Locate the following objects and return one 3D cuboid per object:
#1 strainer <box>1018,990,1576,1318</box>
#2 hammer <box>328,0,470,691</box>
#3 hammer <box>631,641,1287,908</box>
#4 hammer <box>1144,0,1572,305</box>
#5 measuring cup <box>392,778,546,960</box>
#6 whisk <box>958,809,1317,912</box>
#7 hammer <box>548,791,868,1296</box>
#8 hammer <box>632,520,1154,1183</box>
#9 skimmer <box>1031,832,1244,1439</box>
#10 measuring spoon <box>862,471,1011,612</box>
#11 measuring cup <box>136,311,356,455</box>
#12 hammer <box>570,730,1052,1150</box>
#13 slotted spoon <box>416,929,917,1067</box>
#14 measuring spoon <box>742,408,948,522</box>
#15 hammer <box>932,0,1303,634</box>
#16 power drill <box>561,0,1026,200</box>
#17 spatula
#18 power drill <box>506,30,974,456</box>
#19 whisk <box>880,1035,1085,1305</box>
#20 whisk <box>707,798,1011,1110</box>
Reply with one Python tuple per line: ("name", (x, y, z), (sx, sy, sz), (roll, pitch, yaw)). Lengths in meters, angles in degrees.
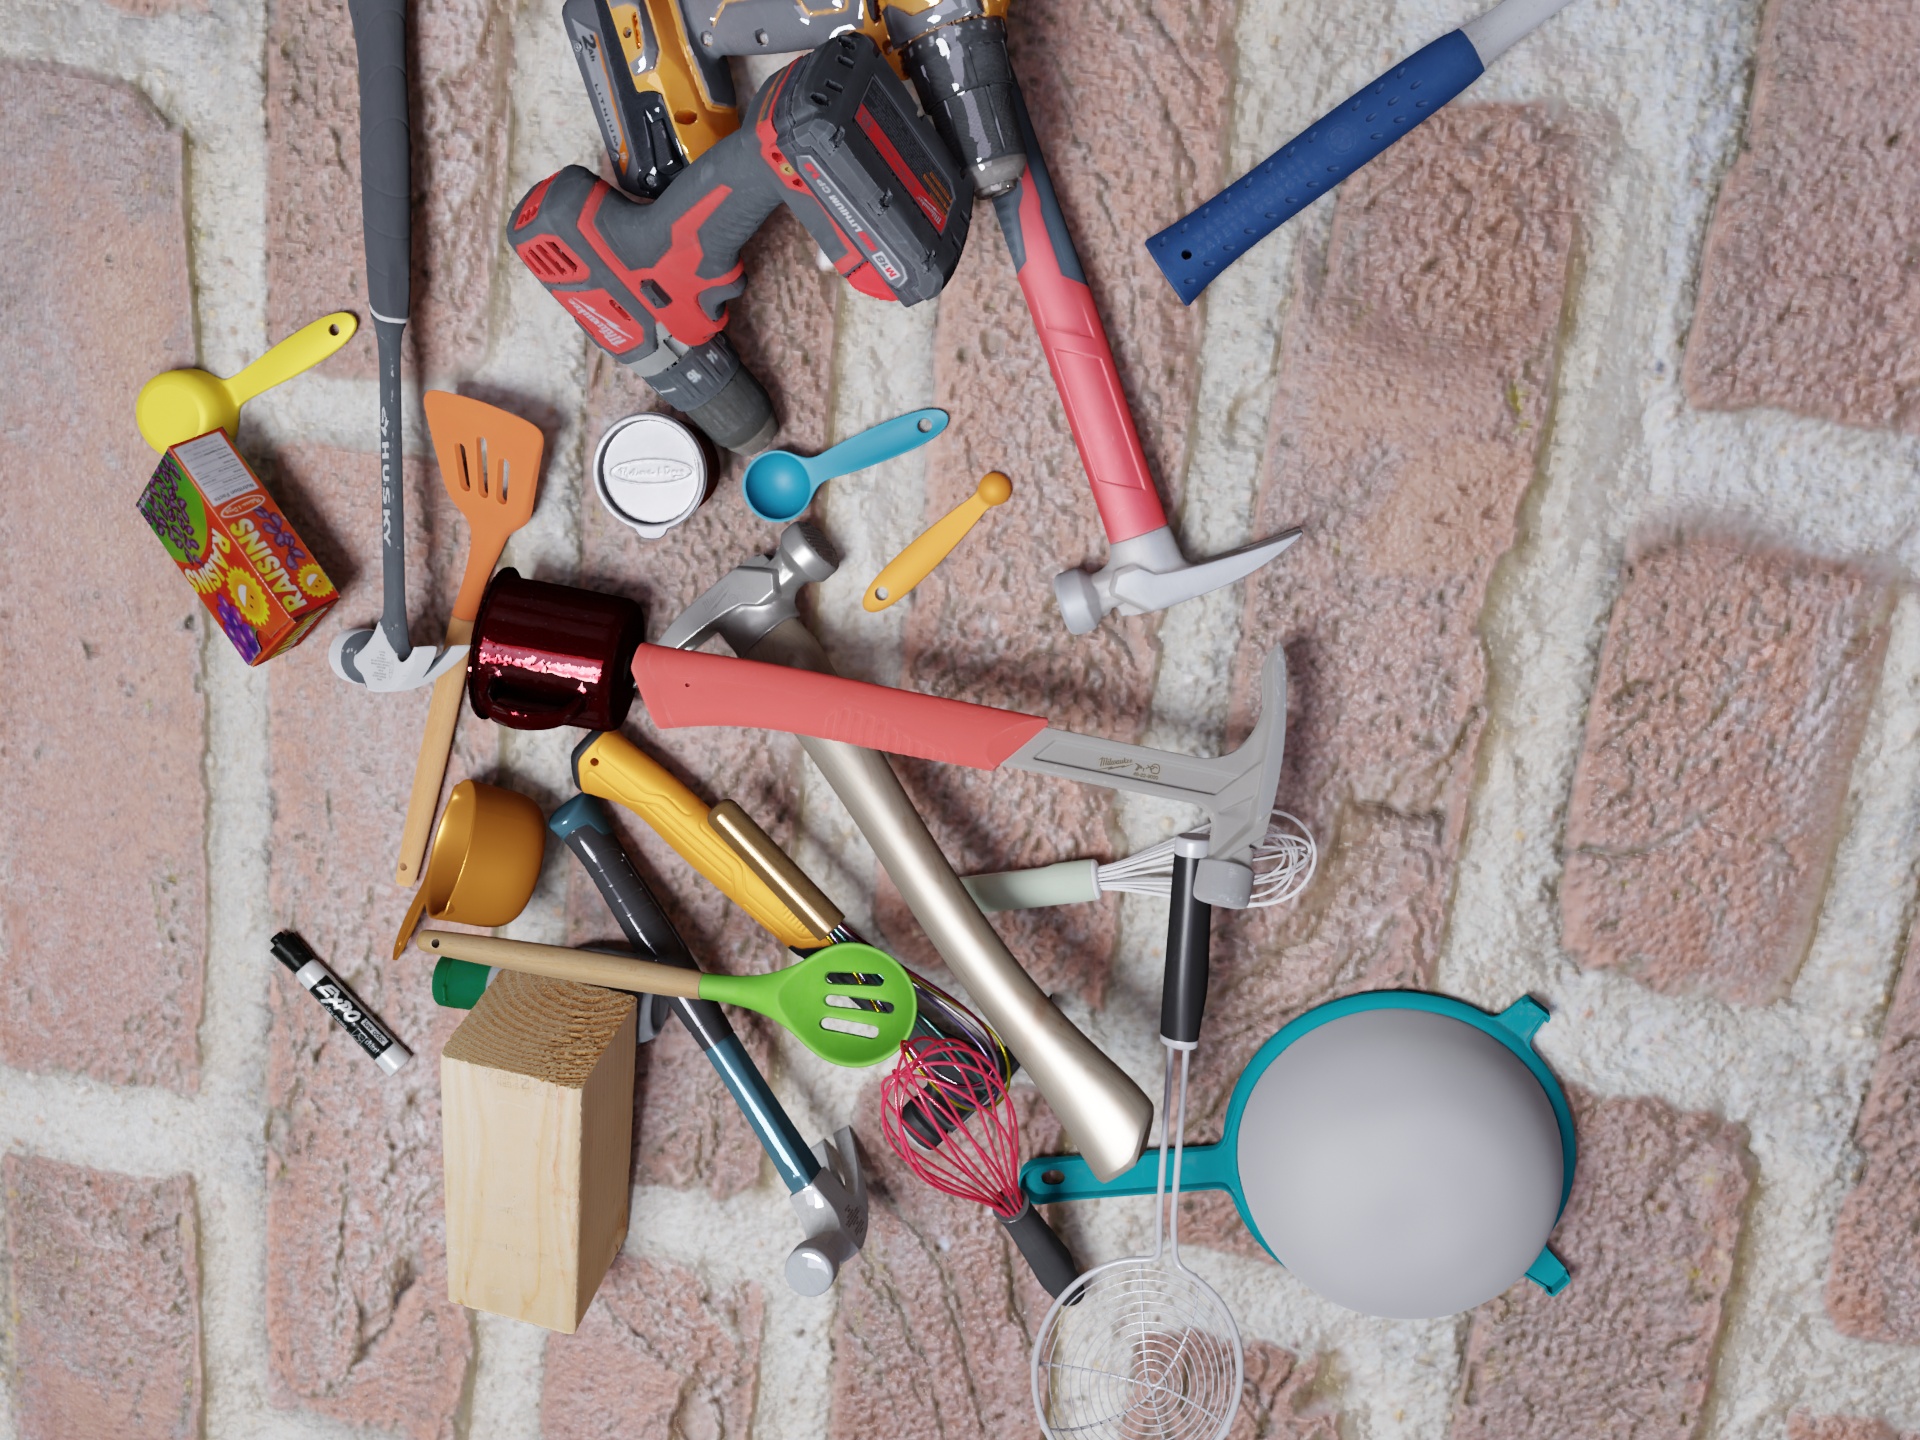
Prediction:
("strainer", (0.200, 0.282, 0.951), (0.340, 0.095, 0.211), (-7, 102, 9))
("hammer", (-0.330, -0.218, 0.921), (0.149, 0.036, 0.409), (10, 102, 50))
("hammer", (-0.001, -0.003, 0.881), (0.359, 0.036, 0.149), (11, 79, 0))
("hammer", (0.272, -0.360, 0.826), (0.405, 0.035, 0.144), (-34, 96, 14))
("measuring cup", (-0.313, 0.109, 1.009), (0.052, 0.095, 0.173), (15, 135, -28))
("whisk", (0.089, 0.093, 0.955), (0.246, 0.057, 0.059), (-8, 67, 13))
("hammer", (-0.157, 0.187, 0.982), (0.033, 0.128, 0.331), (-33, 87, 12))
("hammer", (-0.032, 0.088, 0.919), (0.146, 0.038, 0.411), (-38, 79, 16))
("skimmer", (0.109, 0.248, 0.904), (0.127, 0.090, 0.363), (8, 100, 30))
("measuring spoon", (-0.016, -0.103, 0.939), (0.117, 0.011, 0.021), (-41, 94, 15))
("measuring cup", (-0.435, -0.208, 0.968), (0.156, 0.029, 0.062), (-25, 98, 15))
("hammer", (-0.100, 0.117, 0.984), (0.337, 0.034, 0.127), (42, 106, -4))
("slotted spoon", (-0.174, 0.149, 0.932), (0.314, 0.031, 0.070), (6, 84, 12))
("measuring spoon", (-0.066, -0.154, 0.936), (0.128, 0.021, 0.042), (-22, 94, 3))
("hammer", (0.066, -0.250, 0.881), (0.143, 0.038, 0.386), (-18, 99, 11))
("power drill", (-0.079, -0.342, 0.841), (0.226, 0.084, 0.185), (-14, 100, 22))
("spatula", (-0.318, -0.040, 0.983), (0.081, 0.041, 0.322), (21, 106, 11))
("power drill", (-0.104, -0.233, 0.834), (0.227, 0.080, 0.187), (-13, 136, 34))
("whisk", (0.023, 0.275, 0.934), (0.073, 0.073, 0.295), (-17, 133, 12))
("whisk", (-0.059, 0.138, 0.949), (0.047, 0.051, 0.245), (-44, 91, -4))
